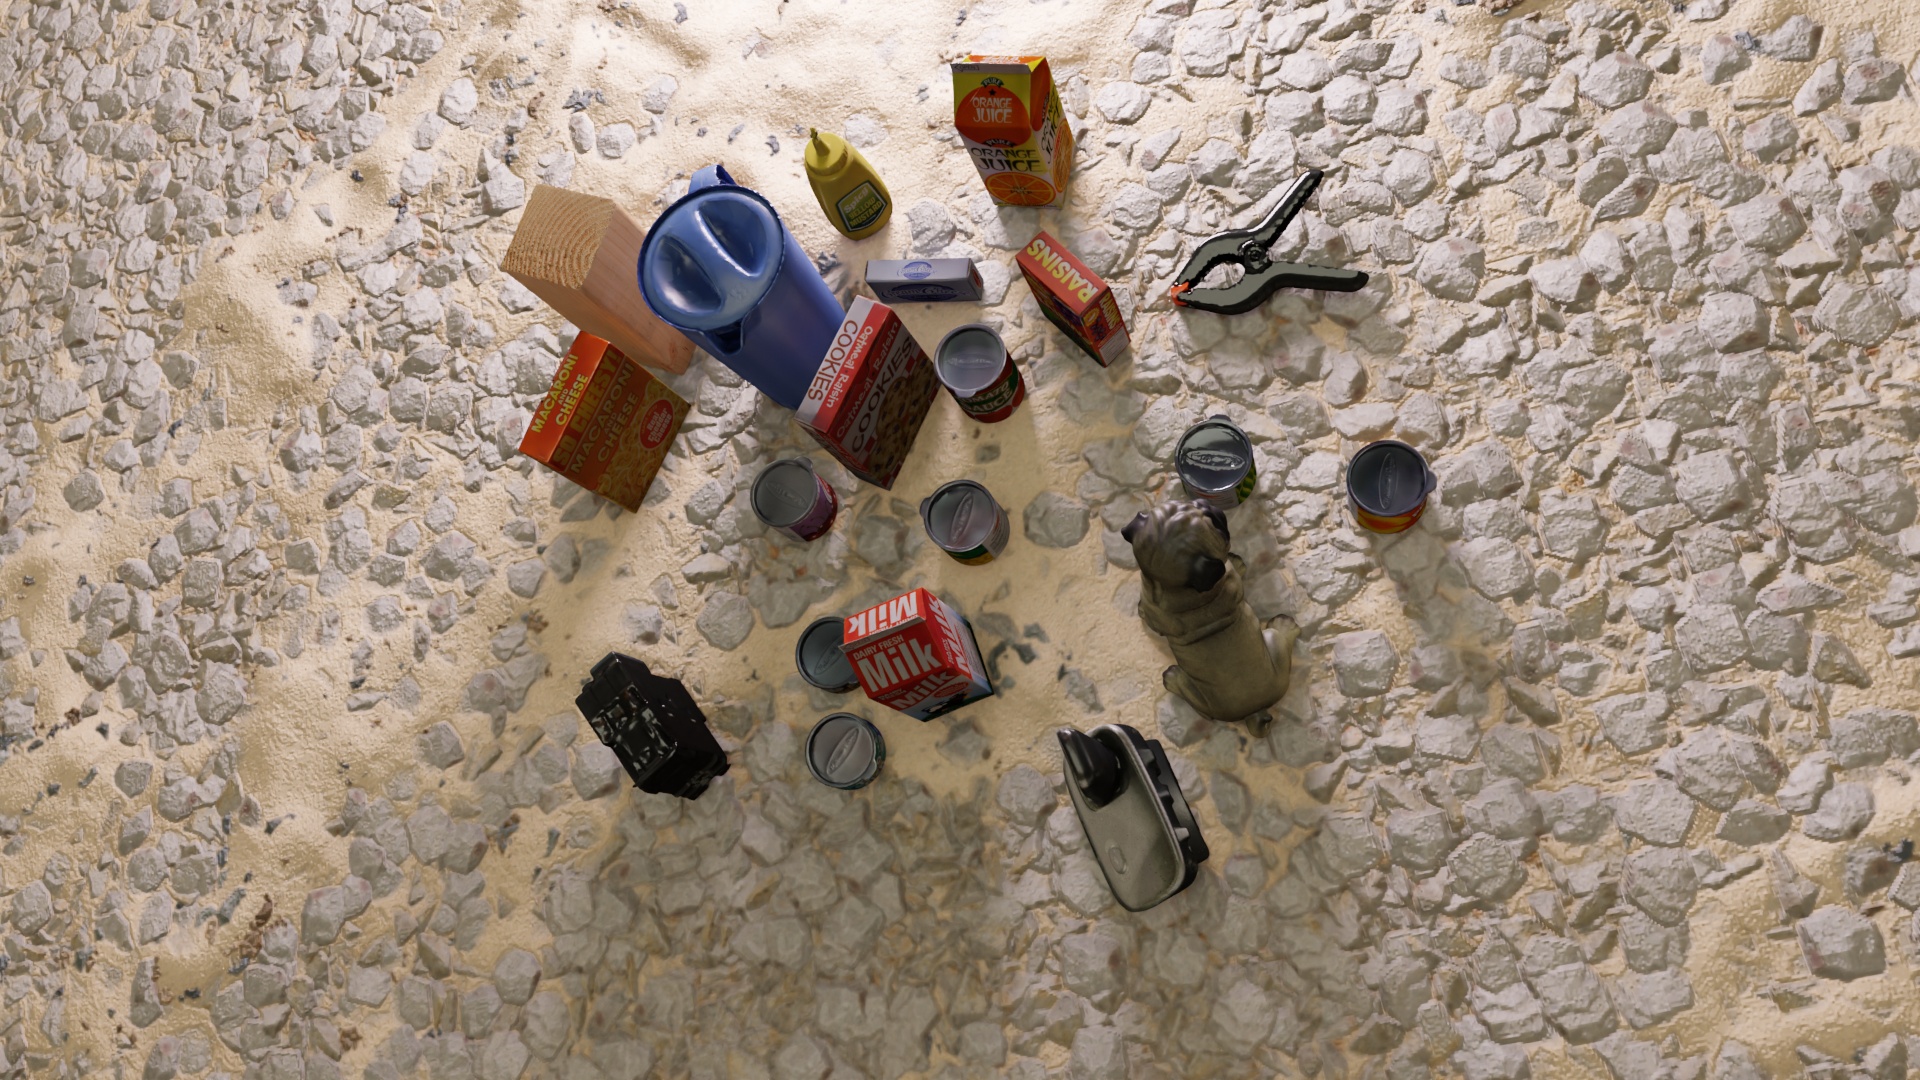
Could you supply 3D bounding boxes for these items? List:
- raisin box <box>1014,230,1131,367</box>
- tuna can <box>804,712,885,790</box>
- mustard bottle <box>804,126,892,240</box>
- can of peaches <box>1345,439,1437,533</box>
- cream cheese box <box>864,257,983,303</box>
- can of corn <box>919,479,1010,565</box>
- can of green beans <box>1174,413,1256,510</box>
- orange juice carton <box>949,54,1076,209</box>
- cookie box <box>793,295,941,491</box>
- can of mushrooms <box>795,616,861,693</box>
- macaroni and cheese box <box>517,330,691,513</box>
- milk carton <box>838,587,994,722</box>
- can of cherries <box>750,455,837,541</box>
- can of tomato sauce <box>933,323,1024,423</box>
[{"bbox_3d":[0.101,-0.213,1.238,0.040,0.123,0.086,-44,69,1],"label":"raisin box"},{"bbox_3d":[-0.099,0.188,1.227,0.071,0.032,0.071,-4,74,14],"label":"tuna can"},{"bbox_3d":[-0.114,-0.342,1.313,0.065,0.160,0.049,-37,69,3],"label":"mustard bottle"},{"bbox_3d":[0.357,-0.043,1.155,0.071,0.058,0.071,-4,74,14],"label":"can of peaches"},{"bbox_3d":[-0.034,-0.247,1.322,0.104,0.053,0.024,2,76,16],"label":"cream cheese box"},{"bbox_3d":[0.004,-0.016,1.243,0.071,0.058,0.071,-4,74,14],"label":"can of corn"},{"bbox_3d":[0.221,-0.064,1.198,0.071,0.057,0.071,-4,74,14],"label":"can of green beans"},{"bbox_3d":[0.048,-0.379,1.262,0.072,0.192,0.073,7,77,17],"label":"orange juice carton"},{"bbox_3d":[-0.077,-0.127,1.238,0.040,0.167,0.123,23,82,20],"label":"cookie box"},{"bbox_3d":[-0.111,0.105,1.253,0.071,0.033,0.071,-4,74,14],"label":"can of mushrooms"},{"bbox_3d":[-0.331,-0.107,1.302,0.040,0.166,0.124,22,82,20],"label":"macaroni and cheese box"},{"bbox_3d":[-0.037,0.094,1.152,0.072,0.190,0.073,-22,71,9],"label":"milk carton"},{"bbox_3d":[-0.152,-0.039,1.292,0.071,0.058,0.071,-4,74,14],"label":"can of cherries"},{"bbox_3d":[0.019,-0.149,1.263,0.071,0.083,0.071,-4,74,14],"label":"can of tomato sauce"}]
